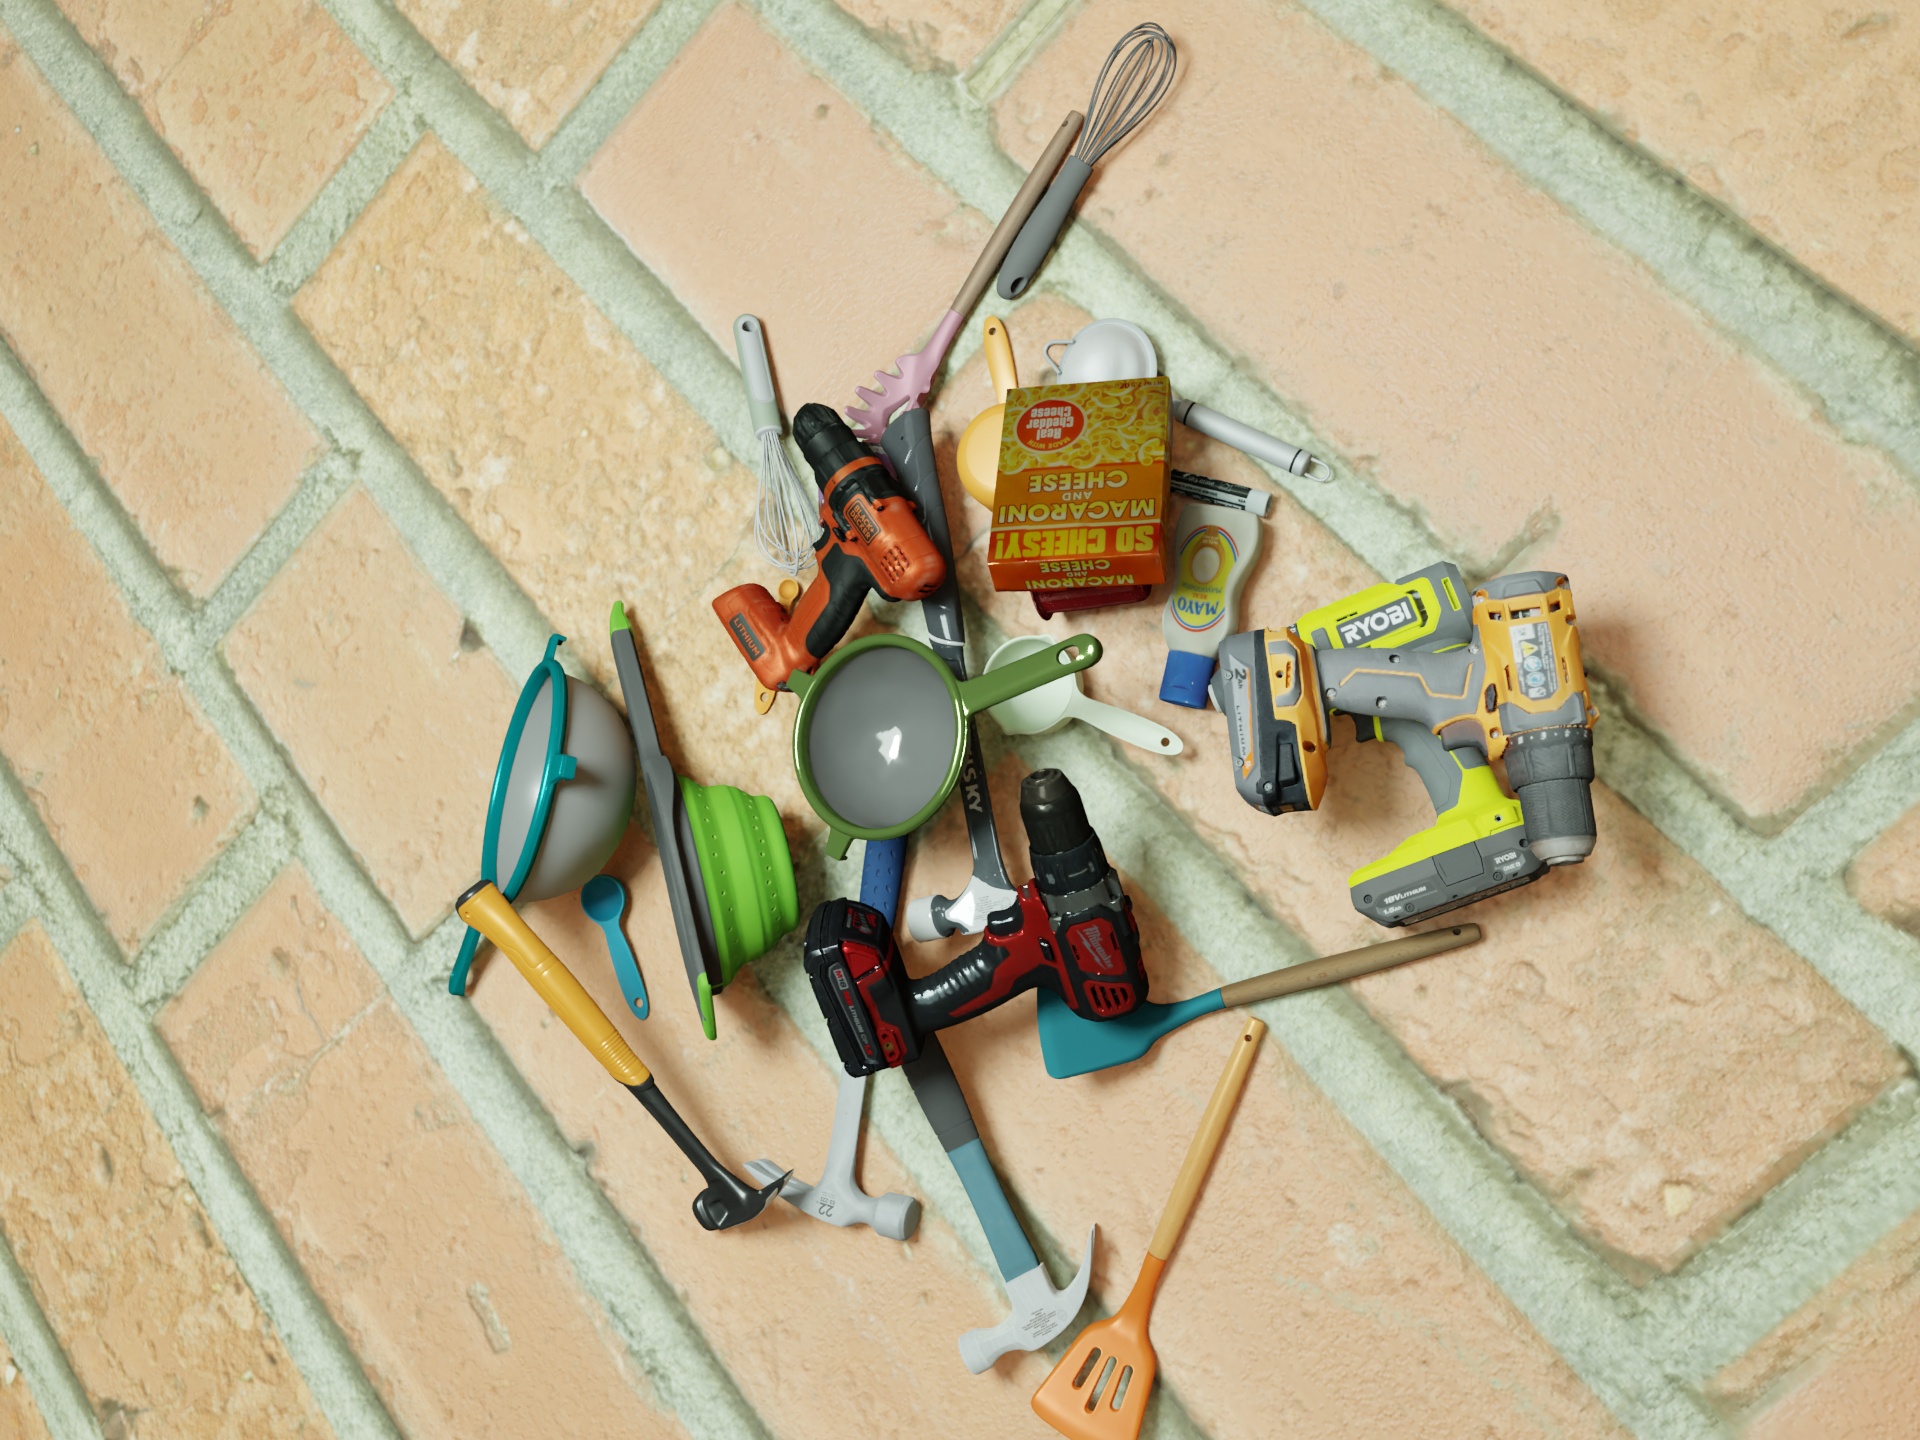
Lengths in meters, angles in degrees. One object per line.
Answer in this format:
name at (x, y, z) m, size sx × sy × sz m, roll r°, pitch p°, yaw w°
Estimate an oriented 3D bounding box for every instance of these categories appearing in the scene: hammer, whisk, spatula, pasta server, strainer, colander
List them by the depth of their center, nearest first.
spatula at (0.209, 0.188, 1.133) m, size 0.317 × 0.044 × 0.082 m, roll -19°, pitch 50°, yaw 17°
spatula at (0.149, 0.363, 1.138) m, size 0.081 × 0.041 × 0.322 m, roll 23°, pitch 91°, yaw 21°
strainer at (-0.002, -0.004, 1.151) m, size 0.256 × 0.069 × 0.152 m, roll -23°, pitch 72°, yaw 25°
hammer at (-0.006, 0.304, 1.186) m, size 0.128 × 0.033 × 0.331 m, roll -27°, pitch 80°, yaw 5°
strainer at (0.165, -0.239, 1.209) m, size 0.258 × 0.050 × 0.087 m, roll 29°, pitch 105°, yaw 20°
hammer at (-0.003, -0.044, 1.215) m, size 0.149 × 0.036 × 0.409 m, roll -16°, pitch 78°, yaw 27°
hammer at (-0.268, 0.256, 1.232) m, size 0.337 × 0.034 × 0.127 m, roll 50°, pitch 138°, yaw -3°
hammer at (-0.077, 0.190, 1.255) m, size 0.144 × 0.035 × 0.405 m, roll 6°, pitch 86°, yaw 23°
whisk at (0.097, -0.440, 1.261) m, size 0.055 × 0.055 × 0.239 m, roll 37°, pitch 103°, yaw 22°
pasta server at (0.008, -0.357, 1.288) m, size 0.060 × 0.040 × 0.316 m, roll 36°, pitch 96°, yaw 37°
colander at (-0.207, 0.055, 1.293) m, size 0.094 × 0.204 × 0.398 m, roll -12°, pitch 58°, yaw -13°
whisk at (-0.160, -0.235, 1.338) m, size 0.057 × 0.059 × 0.246 m, roll -8°, pitch 73°, yaw -16°
strainer at (-0.349, 0.112, 1.347) m, size 0.340 × 0.095 × 0.211 m, roll -64°, pitch 28°, yaw 27°

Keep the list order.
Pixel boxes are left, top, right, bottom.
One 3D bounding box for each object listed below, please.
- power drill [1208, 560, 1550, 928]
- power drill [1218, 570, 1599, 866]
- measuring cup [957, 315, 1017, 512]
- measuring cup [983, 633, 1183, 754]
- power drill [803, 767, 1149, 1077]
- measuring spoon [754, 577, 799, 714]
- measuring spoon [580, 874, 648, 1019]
power drill at (0.291, 0.023, 1.104) m, size 0.190 × 0.080 × 0.229 m, roll -23°, pitch 72°, yaw 17°
power drill at (0.291, 0.011, 1.025) m, size 0.226 × 0.084 × 0.185 m, roll -9°, pitch 75°, yaw 16°
measuring cup at (0.033, -0.246, 1.255) m, size 0.095 × 0.052 × 0.174 m, roll -15°, pitch 80°, yaw 20°
measuring cup at (0.096, -0.009, 1.209) m, size 0.168 × 0.038 × 0.083 m, roll 24°, pitch 93°, yaw 21°
power drill at (0.007, 0.143, 1.118) m, size 0.226 × 0.080 × 0.187 m, roll -16°, pitch 109°, yaw 6°
measuring spoon at (-0.154, -0.062, 1.334) m, size 0.021 × 0.011 × 0.117 m, roll 14°, pitch 92°, yaw 23°
measuring spoon at (-0.287, 0.192, 1.355) m, size 0.042 × 0.021 × 0.128 m, roll -21°, pitch 85°, yaw 18°
